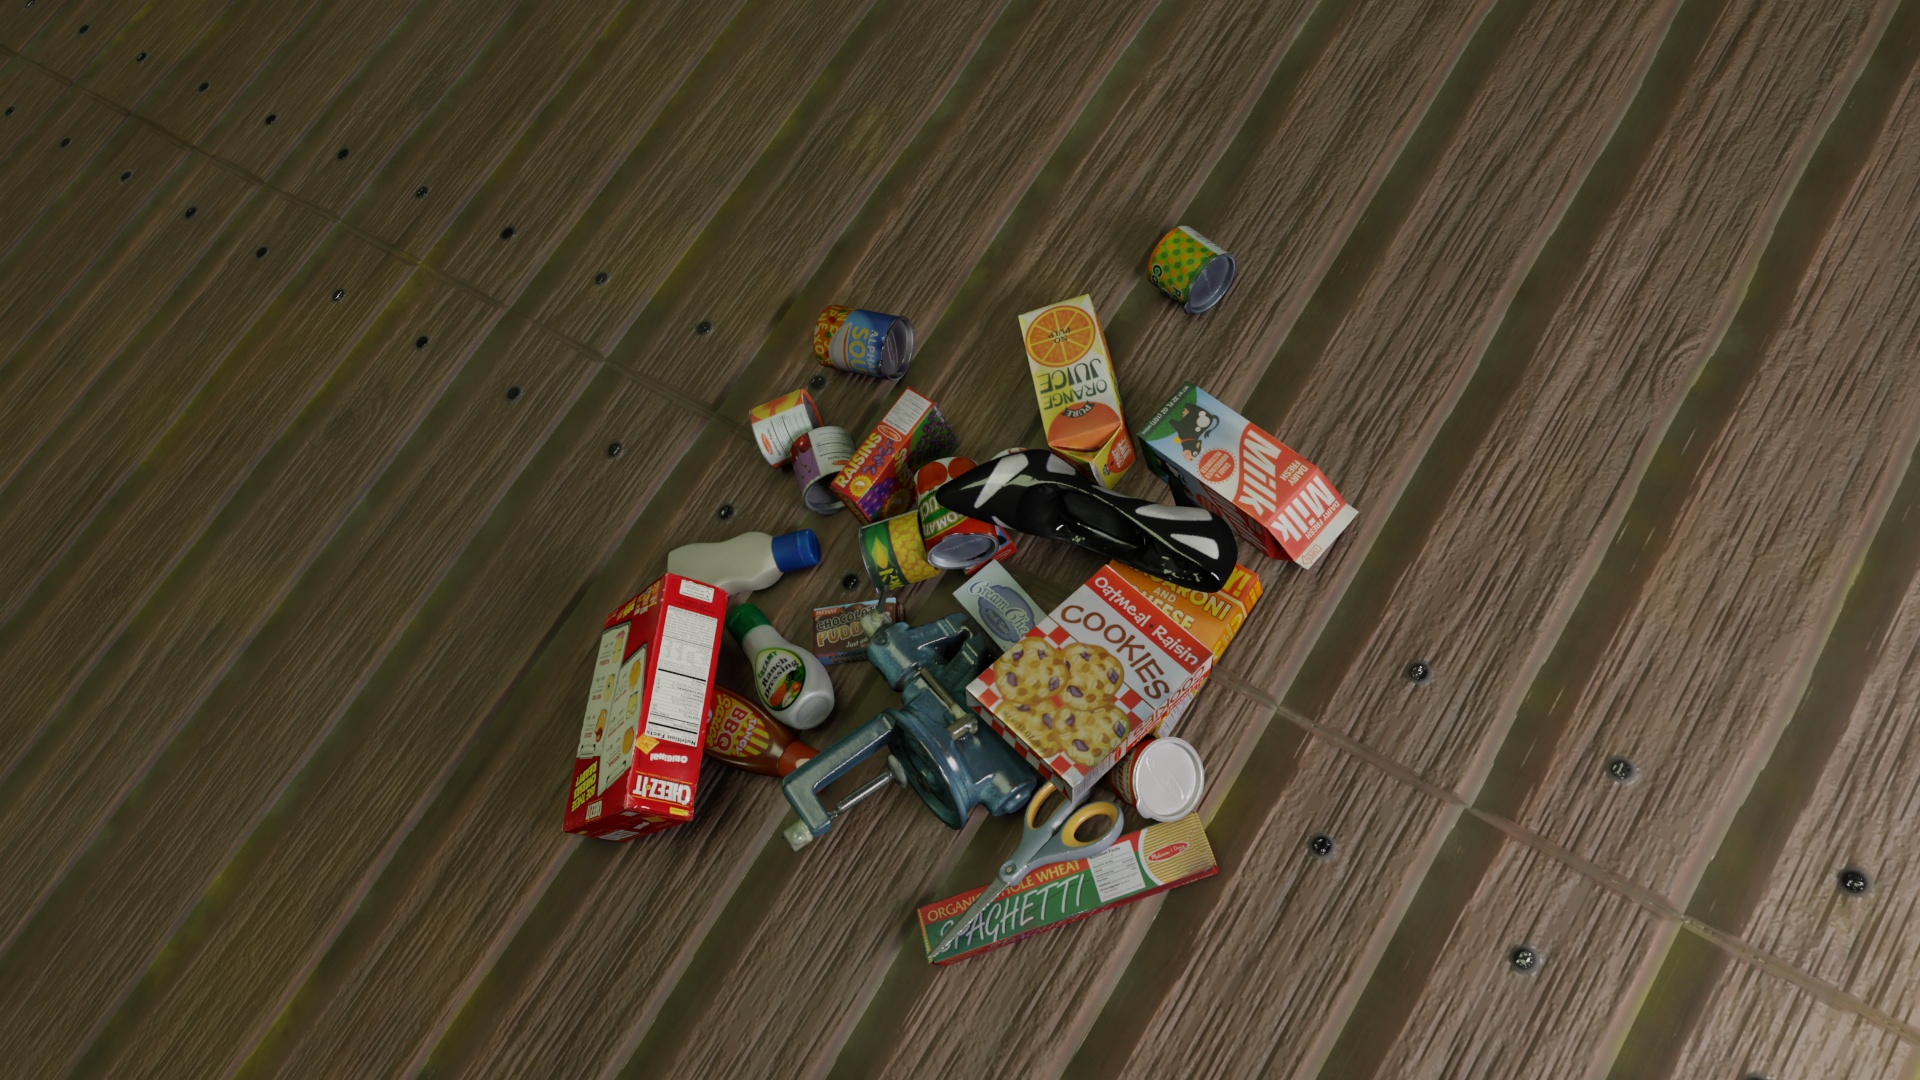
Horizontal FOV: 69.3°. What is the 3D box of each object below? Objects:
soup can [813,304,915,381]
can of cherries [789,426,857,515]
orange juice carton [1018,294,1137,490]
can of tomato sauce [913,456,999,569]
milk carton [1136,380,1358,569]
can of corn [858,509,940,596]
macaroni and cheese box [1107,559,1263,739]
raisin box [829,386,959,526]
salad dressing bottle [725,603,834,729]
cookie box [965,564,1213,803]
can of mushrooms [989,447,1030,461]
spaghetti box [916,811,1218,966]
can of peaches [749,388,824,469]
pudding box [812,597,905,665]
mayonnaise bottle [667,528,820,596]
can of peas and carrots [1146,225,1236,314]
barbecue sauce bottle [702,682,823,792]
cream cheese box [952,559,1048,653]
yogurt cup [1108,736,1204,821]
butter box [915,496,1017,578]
[{"bbox_3d":[-0.100,-0.200,1.413,0.084,0.071,0.071,14,71,24],"label":"soup can"},{"bbox_3d":[-0.131,-0.068,1.364,0.071,0.071,0.058,-25,60,5],"label":"can of cherries"},{"bbox_3d":[0.114,-0.129,1.309,0.073,0.071,0.193,-17,62,11],"label":"orange juice carton"},{"bbox_3d":[-0.006,-0.026,1.271,0.071,0.071,0.083,-17,62,10],"label":"can of tomato sauce"},{"bbox_3d":[0.253,-0.053,1.228,0.191,0.073,0.072,39,82,28],"label":"milk carton"},{"bbox_3d":[-0.056,0.012,1.301,0.058,0.071,0.071,-18,62,9],"label":"can of corn"},{"bbox_3d":[0.167,0.076,1.214,0.124,0.040,0.167,30,78,27],"label":"macaroni and cheese box"},{"bbox_3d":[-0.062,-0.074,1.332,0.040,0.086,0.123,32,79,26],"label":"raisin box"},{"bbox_3d":[-0.171,0.114,1.290,0.064,0.044,0.148,-51,48,6],"label":"salad dressing bottle"},{"bbox_3d":[0.107,0.115,1.144,0.168,0.040,0.123,-40,64,-20],"label":"cookie box"},{"bbox_3d":[0.056,-0.052,1.313,0.071,0.033,0.071,-7,63,15],"label":"can of mushrooms"},{"bbox_3d":[0.086,0.289,1.146,0.250,0.028,0.050,-21,61,7],"label":"spaghetti box"},{"bbox_3d":[-0.172,-0.114,1.399,0.058,0.071,0.071,-22,61,8],"label":"can of peaches"},{"bbox_3d":[-0.095,0.085,1.299,0.083,0.030,0.050,-8,63,14],"label":"pudding box"},{"bbox_3d":[-0.212,0.023,1.361,0.148,0.041,0.065,-14,64,10],"label":"mayonnaise bottle"},{"bbox_3d":[0.221,-0.260,1.340,0.071,0.070,0.059,-44,60,-5],"label":"can of peas and carrots"},{"bbox_3d":[-0.185,0.185,1.273,0.149,0.043,0.065,22,78,25],"label":"barbecue sauce bottle"},{"bbox_3d":[0.045,0.070,1.265,0.053,0.024,0.104,-41,61,-5],"label":"cream cheese box"},{"bbox_3d":[0.158,0.193,1.141,0.072,0.072,0.054,-62,21,-15],"label":"yogurt cup"},{"bbox_3d":[0.005,-0.017,1.318,0.053,0.024,0.104,-35,60,1],"label":"butter box"}]
